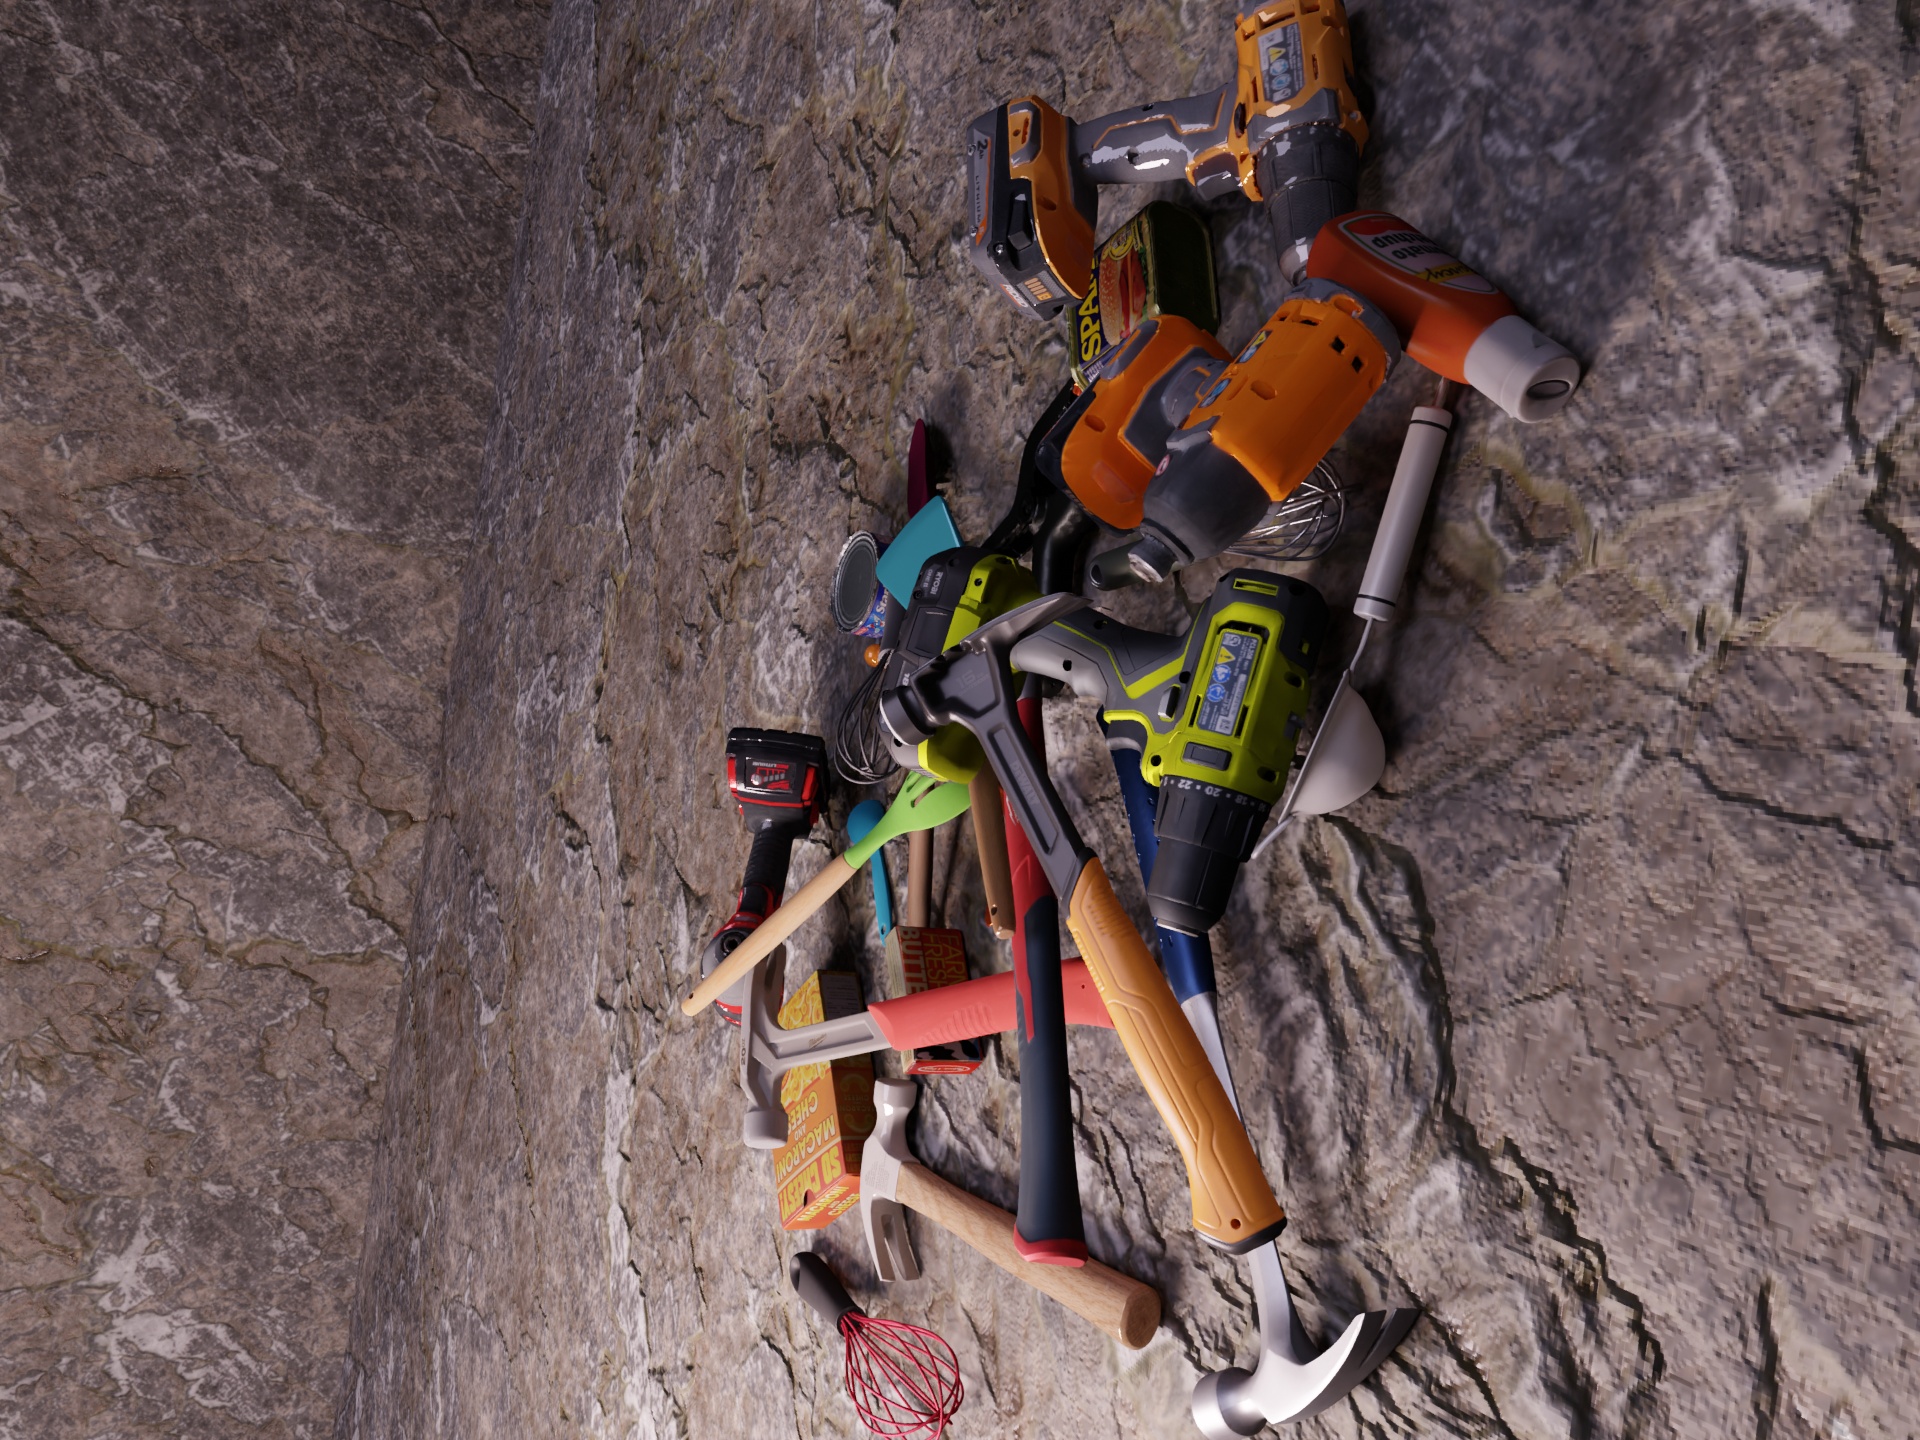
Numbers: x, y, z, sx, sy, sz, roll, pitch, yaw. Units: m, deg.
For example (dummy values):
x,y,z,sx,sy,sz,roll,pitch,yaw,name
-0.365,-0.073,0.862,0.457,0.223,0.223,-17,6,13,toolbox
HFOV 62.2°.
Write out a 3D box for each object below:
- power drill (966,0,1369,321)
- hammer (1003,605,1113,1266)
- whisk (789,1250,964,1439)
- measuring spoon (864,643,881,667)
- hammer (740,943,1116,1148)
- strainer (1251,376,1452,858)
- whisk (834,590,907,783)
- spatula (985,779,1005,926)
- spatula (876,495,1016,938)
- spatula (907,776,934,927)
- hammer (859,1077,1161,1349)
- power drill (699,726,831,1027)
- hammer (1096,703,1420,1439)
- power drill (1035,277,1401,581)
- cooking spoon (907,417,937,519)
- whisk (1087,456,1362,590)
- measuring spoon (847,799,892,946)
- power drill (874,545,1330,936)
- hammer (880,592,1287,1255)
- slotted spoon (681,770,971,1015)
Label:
x,y,z,sx,sy,sz,roll,pitch,yaw,name
0.119,-0.301,0.906,0.226,0.084,0.185,-12,67,27,power drill
0.051,0.112,0.918,0.143,0.038,0.387,-44,39,45,hammer
-0.072,0.436,1.131,0.296,0.073,0.073,-177,95,-67,whisk
-0.051,-0.044,1.268,0.117,0.011,0.021,24,103,60,measuring spoon
-0.023,0.186,1.040,0.359,0.036,0.149,-21,59,41,hammer
0.205,-0.047,0.791,0.087,0.050,0.258,7,-80,-76,strainer
-0.053,-0.046,1.186,0.055,0.055,0.239,-50,22,43,whisk
0.002,0.014,1.130,0.081,0.041,0.323,-59,35,25,spatula
-0.002,-0.003,0.994,0.082,0.044,0.318,-45,39,36,spatula
-0.026,0.059,1.141,0.060,0.018,0.316,-134,46,-79,spatula
0.019,0.330,1.022,0.331,0.031,0.130,3,85,60,hammer
-0.159,0.123,1.265,0.143,0.078,0.220,91,-175,-64,power drill
0.136,0.159,0.860,0.144,0.035,0.406,-47,44,45,hammer
0.118,-0.146,0.839,0.164,0.084,0.227,-50,17,-2,power drill
-0.016,-0.129,1.181,0.319,0.017,0.068,-102,22,-49,cooking spoon
0.142,-0.105,0.916,0.246,0.059,0.058,-12,95,64,whisk
-0.072,0.119,1.248,0.042,0.021,0.129,-49,41,44,measuring spoon
0.073,0.001,0.872,0.229,0.080,0.190,14,84,30,power drill
0.078,0.101,0.800,0.127,0.034,0.337,-33,72,22,hammer
-0.093,0.114,1.112,0.313,0.031,0.070,-42,33,21,slotted spoon
